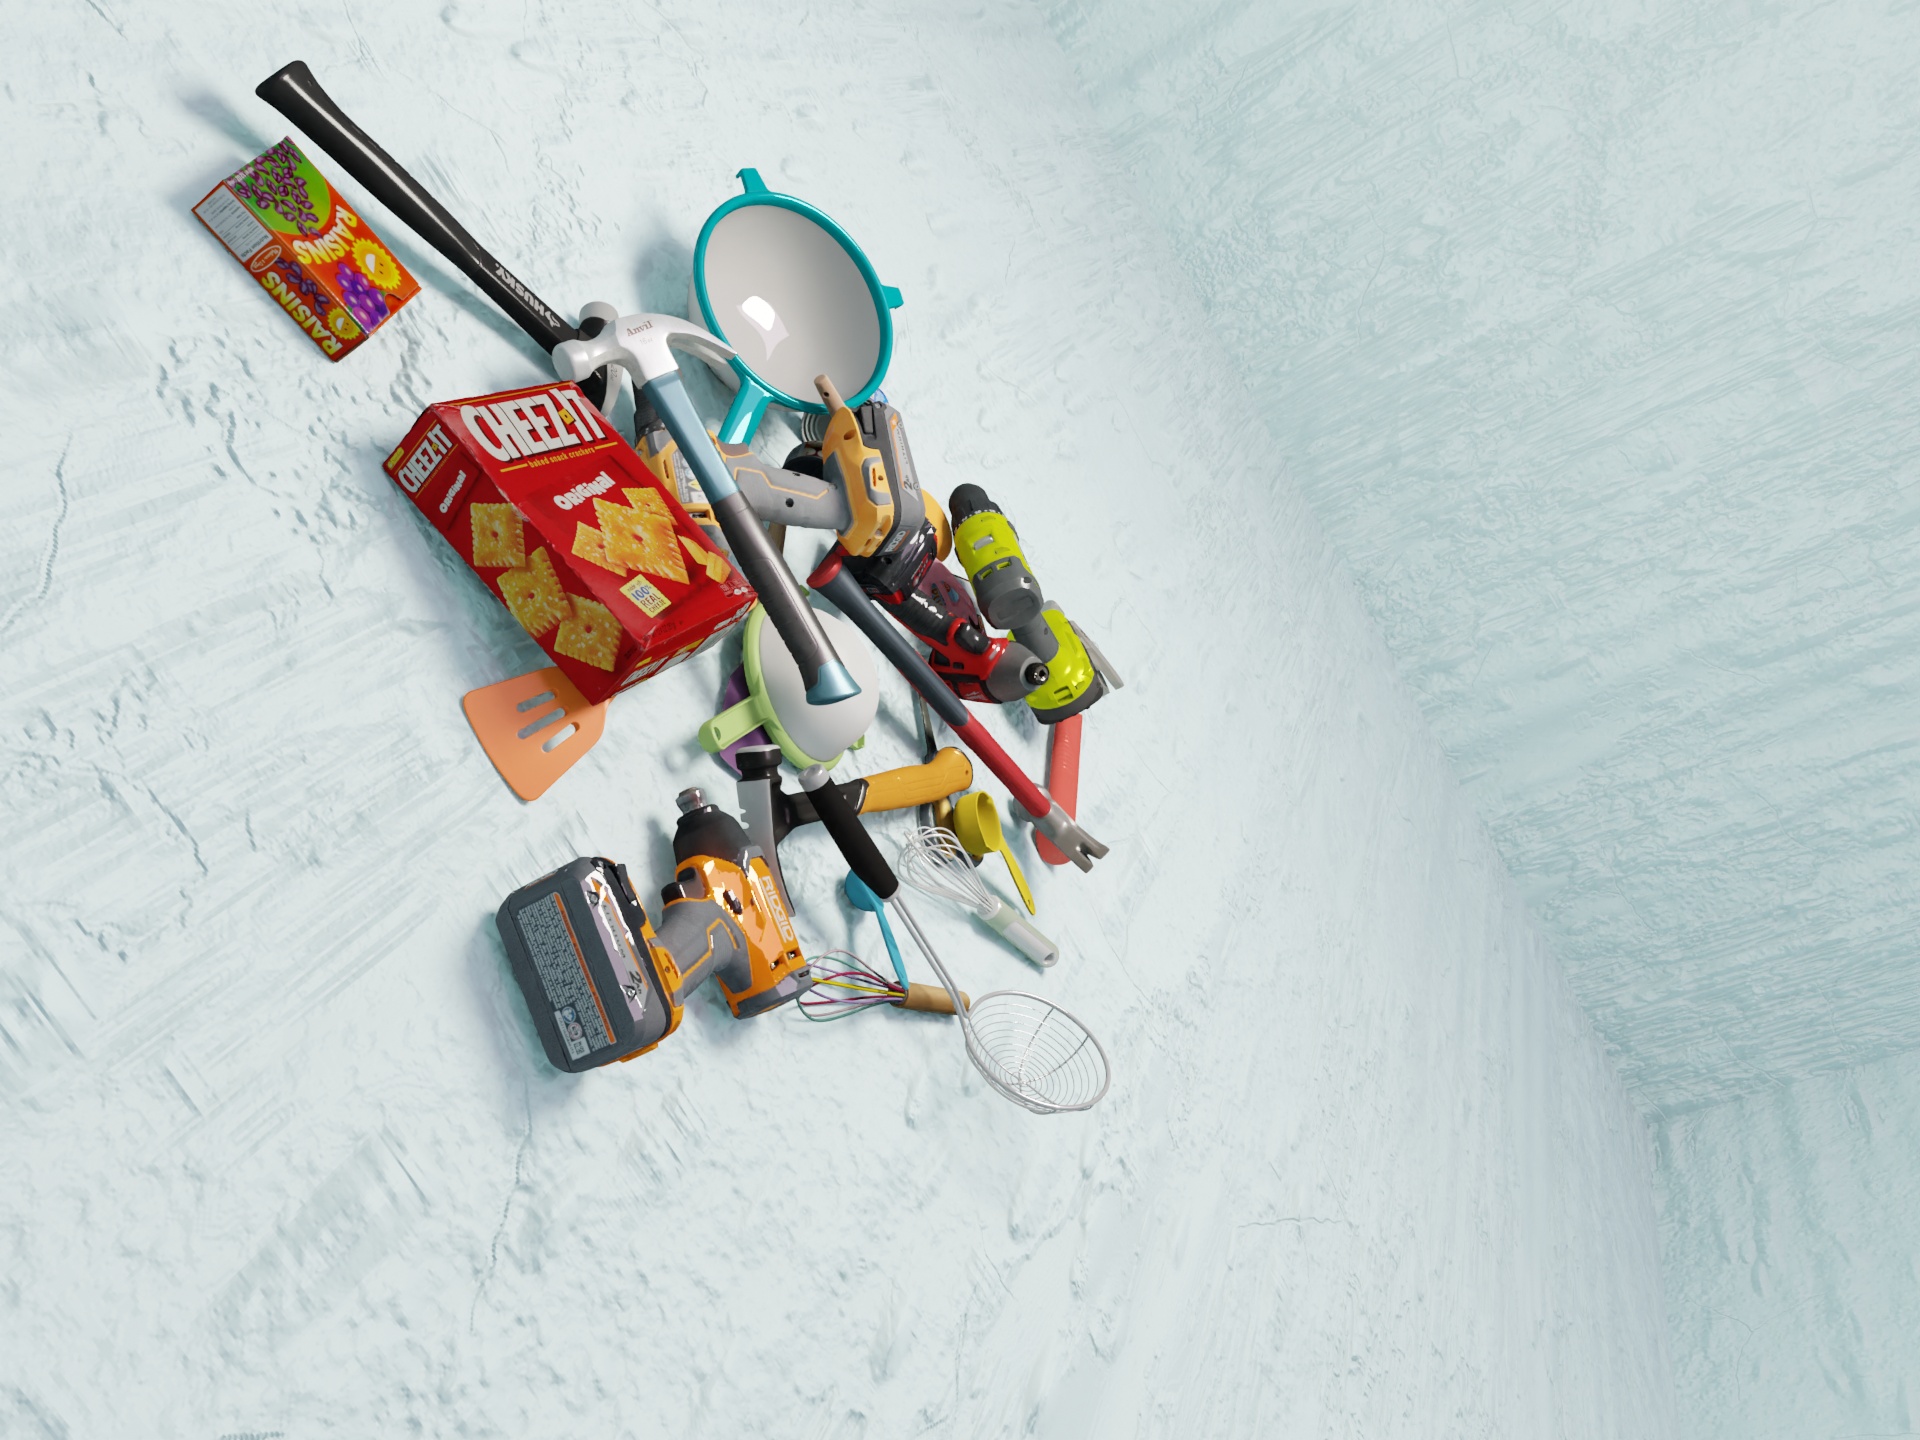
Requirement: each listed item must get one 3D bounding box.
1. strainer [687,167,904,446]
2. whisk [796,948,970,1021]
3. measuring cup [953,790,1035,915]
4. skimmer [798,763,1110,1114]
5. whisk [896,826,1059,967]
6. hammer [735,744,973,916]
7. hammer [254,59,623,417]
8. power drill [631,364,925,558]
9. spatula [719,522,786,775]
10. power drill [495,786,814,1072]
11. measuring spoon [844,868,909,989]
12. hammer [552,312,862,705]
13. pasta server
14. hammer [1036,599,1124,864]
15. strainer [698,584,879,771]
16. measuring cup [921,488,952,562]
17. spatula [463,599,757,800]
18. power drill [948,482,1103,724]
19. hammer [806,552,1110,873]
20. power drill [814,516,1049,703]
[{"bbox_3d":[-0.189,-0.311,1.423,0.210,0.095,0.341,34,58,-28],"label":"strainer"},{"bbox_3d":[-0.057,0.212,1.234,0.244,0.047,0.051,24,46,-56],"label":"whisk"},{"bbox_3d":[0.032,0.129,1.462,0.062,0.029,0.156,-82,153,-48],"label":"measuring cup"},{"bbox_3d":[0.000,0.167,1.238,0.363,0.090,0.127,59,18,-25],"label":"skimmer"},{"bbox_3d":[0.022,0.163,1.415,0.246,0.058,0.059,44,3,-42],"label":"whisk"},{"bbox_3d":[-0.074,0.069,1.299,0.337,0.034,0.127,-10,94,-63],"label":"hammer"},{"bbox_3d":[-0.361,-0.337,1.140,0.334,0.035,0.146,42,33,-48],"label":"hammer"},{"bbox_3d":[-0.158,-0.215,1.302,0.226,0.084,0.185,-6,70,-27],"label":"power drill"},{"bbox_3d":[-0.164,-0.077,1.321,0.059,0.018,0.316,46,33,-38],"label":"spatula"},{"bbox_3d":[-0.192,0.127,1.030,0.226,0.084,0.164,-7,72,-66],"label":"power drill"},{"bbox_3d":[-0.067,0.165,1.245,0.042,0.021,0.129,53,8,-44],"label":"measuring spoon"},{"bbox_3d":[-0.172,-0.156,1.204,0.128,0.033,0.331,-33,97,-33],"label":"hammer"},{"bbox_3d":[-0.062,-0.191,1.477,0.040,0.060,0.315,-92,160,-44],"label":"pasta server"},{"bbox_3d":[0.121,0.024,1.722,0.149,0.036,0.359,48,30,-29],"label":"hammer"},{"bbox_3d":[-0.125,-0.024,1.255,0.151,0.069,0.256,69,21,-8],"label":"strainer"},{"bbox_3d":[-0.060,-0.178,1.554,0.095,0.052,0.174,60,25,-8],"label":"measuring cup"},{"bbox_3d":[-0.230,-0.040,1.143,0.081,0.041,0.323,59,27,-7],"label":"spatula"},{"bbox_3d":[0.058,-0.121,1.618,0.228,0.080,0.191,57,9,-45],"label":"power drill"},{"bbox_3d":[-0.002,-0.005,1.430,0.385,0.038,0.143,48,-4,-33],"label":"hammer"},{"bbox_3d":[-0.017,-0.094,1.463,0.219,0.143,0.078,44,68,-32],"label":"power drill"}]
